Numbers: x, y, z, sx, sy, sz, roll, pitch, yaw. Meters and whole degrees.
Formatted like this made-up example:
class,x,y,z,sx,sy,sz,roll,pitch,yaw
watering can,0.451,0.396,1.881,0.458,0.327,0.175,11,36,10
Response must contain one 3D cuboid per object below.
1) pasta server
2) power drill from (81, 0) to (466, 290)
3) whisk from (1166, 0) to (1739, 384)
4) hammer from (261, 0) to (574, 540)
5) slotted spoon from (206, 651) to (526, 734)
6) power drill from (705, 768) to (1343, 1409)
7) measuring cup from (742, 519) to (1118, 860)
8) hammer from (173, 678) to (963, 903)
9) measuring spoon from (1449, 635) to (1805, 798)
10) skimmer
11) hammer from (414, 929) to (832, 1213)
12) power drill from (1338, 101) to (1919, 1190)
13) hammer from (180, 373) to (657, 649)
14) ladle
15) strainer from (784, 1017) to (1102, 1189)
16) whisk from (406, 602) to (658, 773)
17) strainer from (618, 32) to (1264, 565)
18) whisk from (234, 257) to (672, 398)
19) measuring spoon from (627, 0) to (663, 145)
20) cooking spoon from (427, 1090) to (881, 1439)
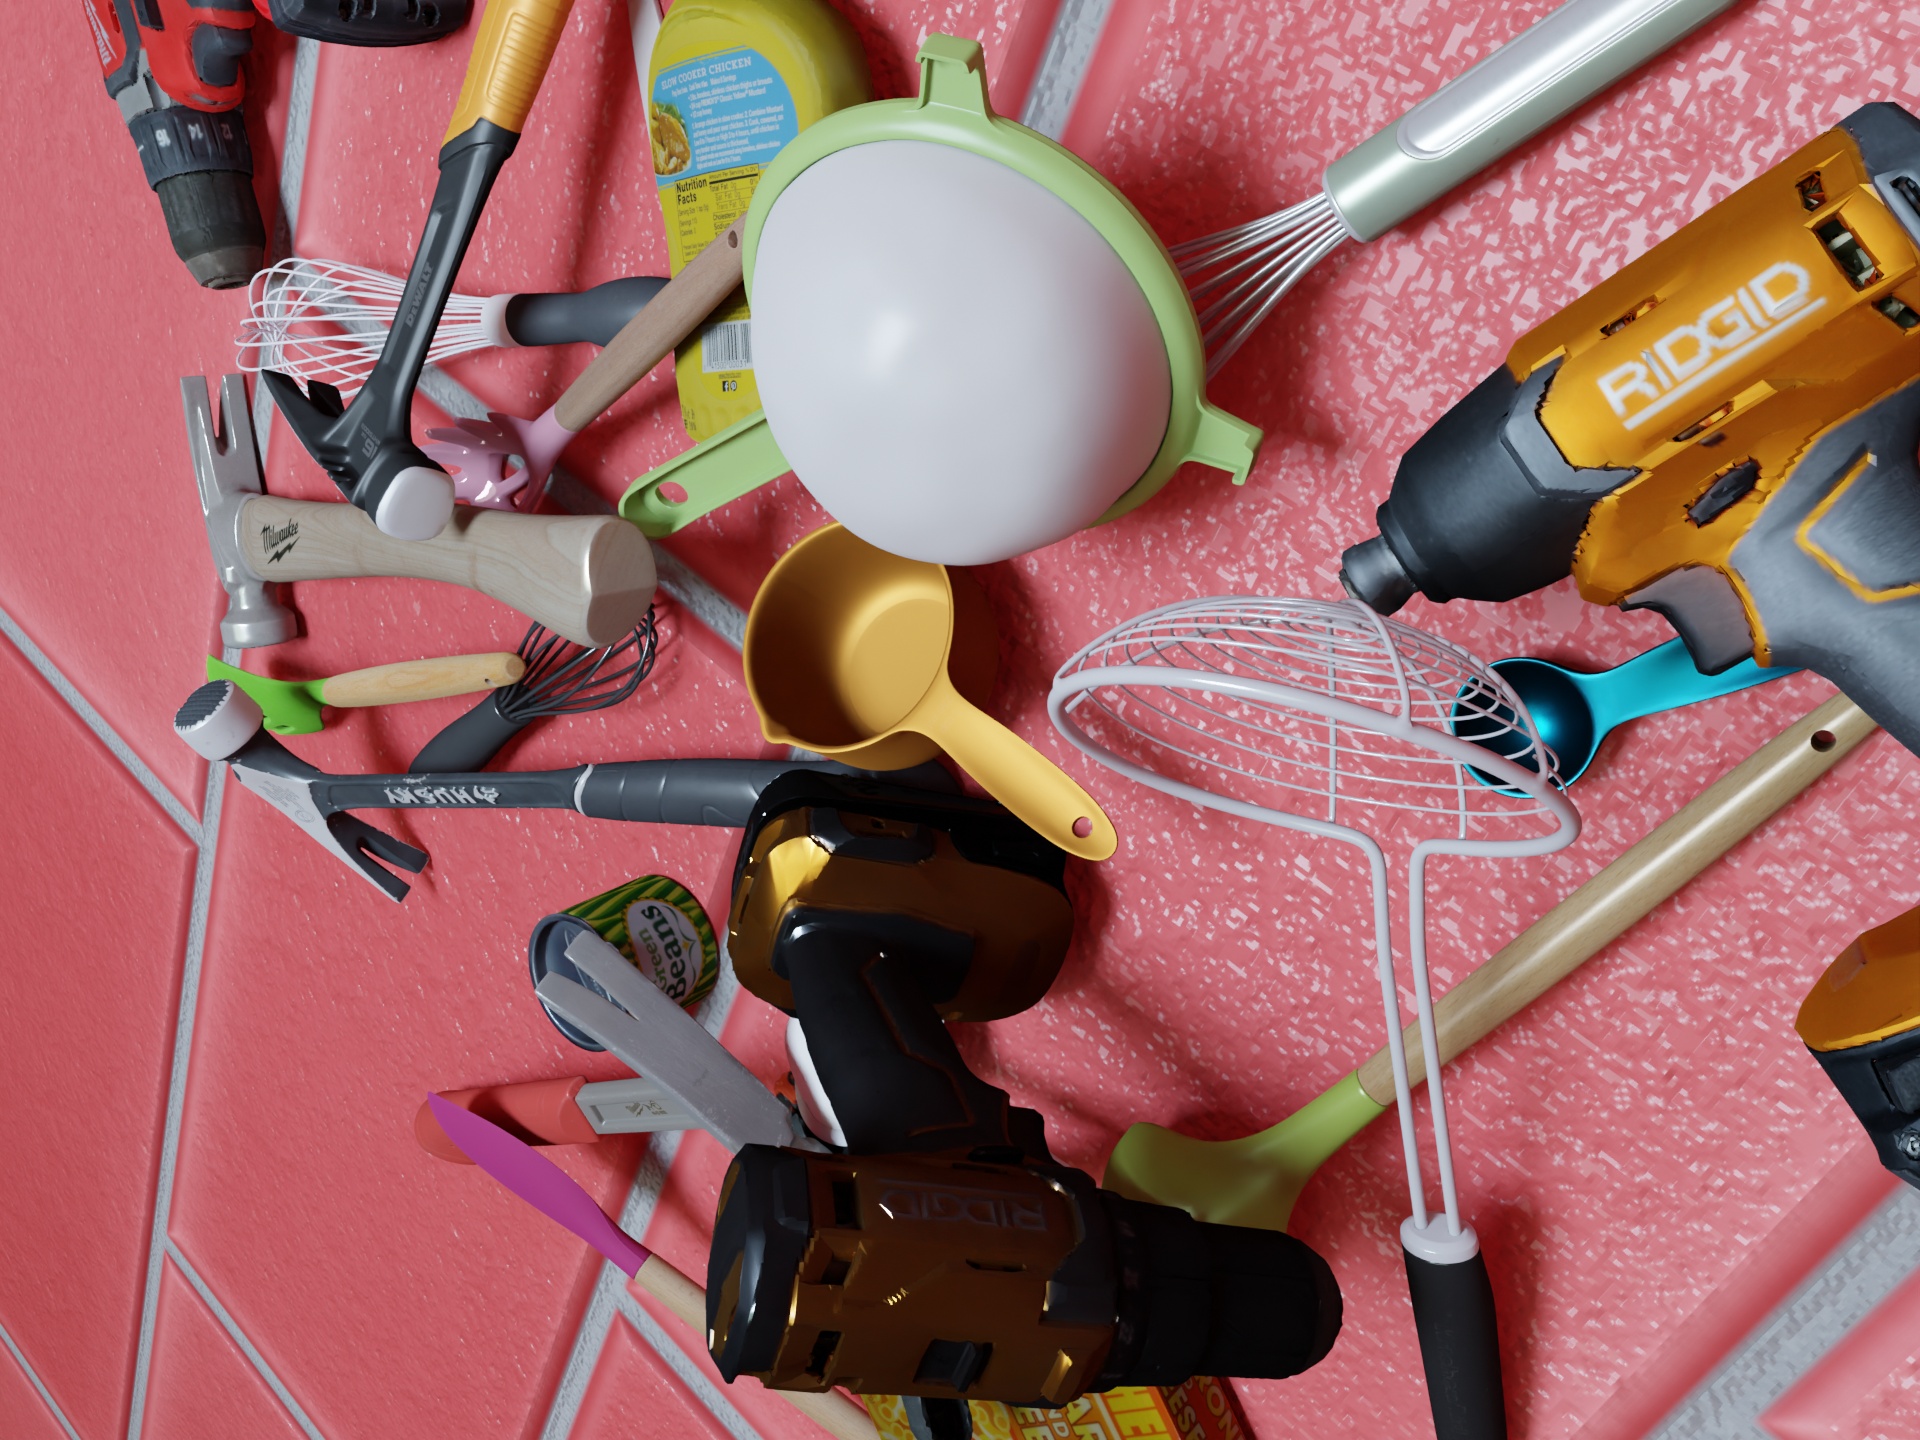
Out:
class,x,y,z,sx,sy,sz,roll,pitch,yaw
pasta server,-0.150,-0.127,0.622,0.316,0.040,0.060,-17,93,56
power drill,-0.321,-0.311,0.719,0.227,0.080,0.188,-5,101,42
whisk,0.104,-0.144,0.458,0.246,0.059,0.058,-28,65,36
hammer,-0.178,-0.242,0.605,0.127,0.034,0.336,42,112,35
slotted spoon,-0.299,-0.017,0.786,0.314,0.031,0.070,-3,145,45
power drill,0.011,0.117,0.517,0.226,0.185,0.084,-104,29,-57
measuring cup,-0.001,-0.002,0.559,0.174,0.052,0.095,40,96,29
hammer,-0.179,0.036,0.717,0.409,0.036,0.149,-1,139,32
measuring spoon,0.201,-0.014,0.446,0.128,0.021,0.042,-24,88,31
skimmer,0.116,0.121,0.444,0.127,0.090,0.363,7,125,37
hammer,-0.194,0.177,0.741,0.149,0.037,0.359,46,146,-16
power drill,0.206,-0.007,0.381,0.164,0.084,0.226,-34,80,24
hammer,-0.263,-0.091,0.723,0.411,0.038,0.146,9,109,46
ladle,0.154,0.097,0.507,0.078,0.062,0.320,48,121,13
strainer,-0.001,0.146,0.594,0.259,0.050,0.087,25,85,45
whisk,-0.209,-0.004,0.749,0.239,0.055,0.055,-29,86,44
strainer,-0.046,-0.086,0.501,0.256,0.069,0.151,-16,125,45
whisk,-0.219,-0.175,0.698,0.285,0.070,0.070,6,108,31
measuring spoon,-0.124,-0.259,0.616,0.034,0.018,0.124,-3,103,38
cooking spoon,-0.128,0.271,0.745,0.319,0.017,0.068,33,147,10
